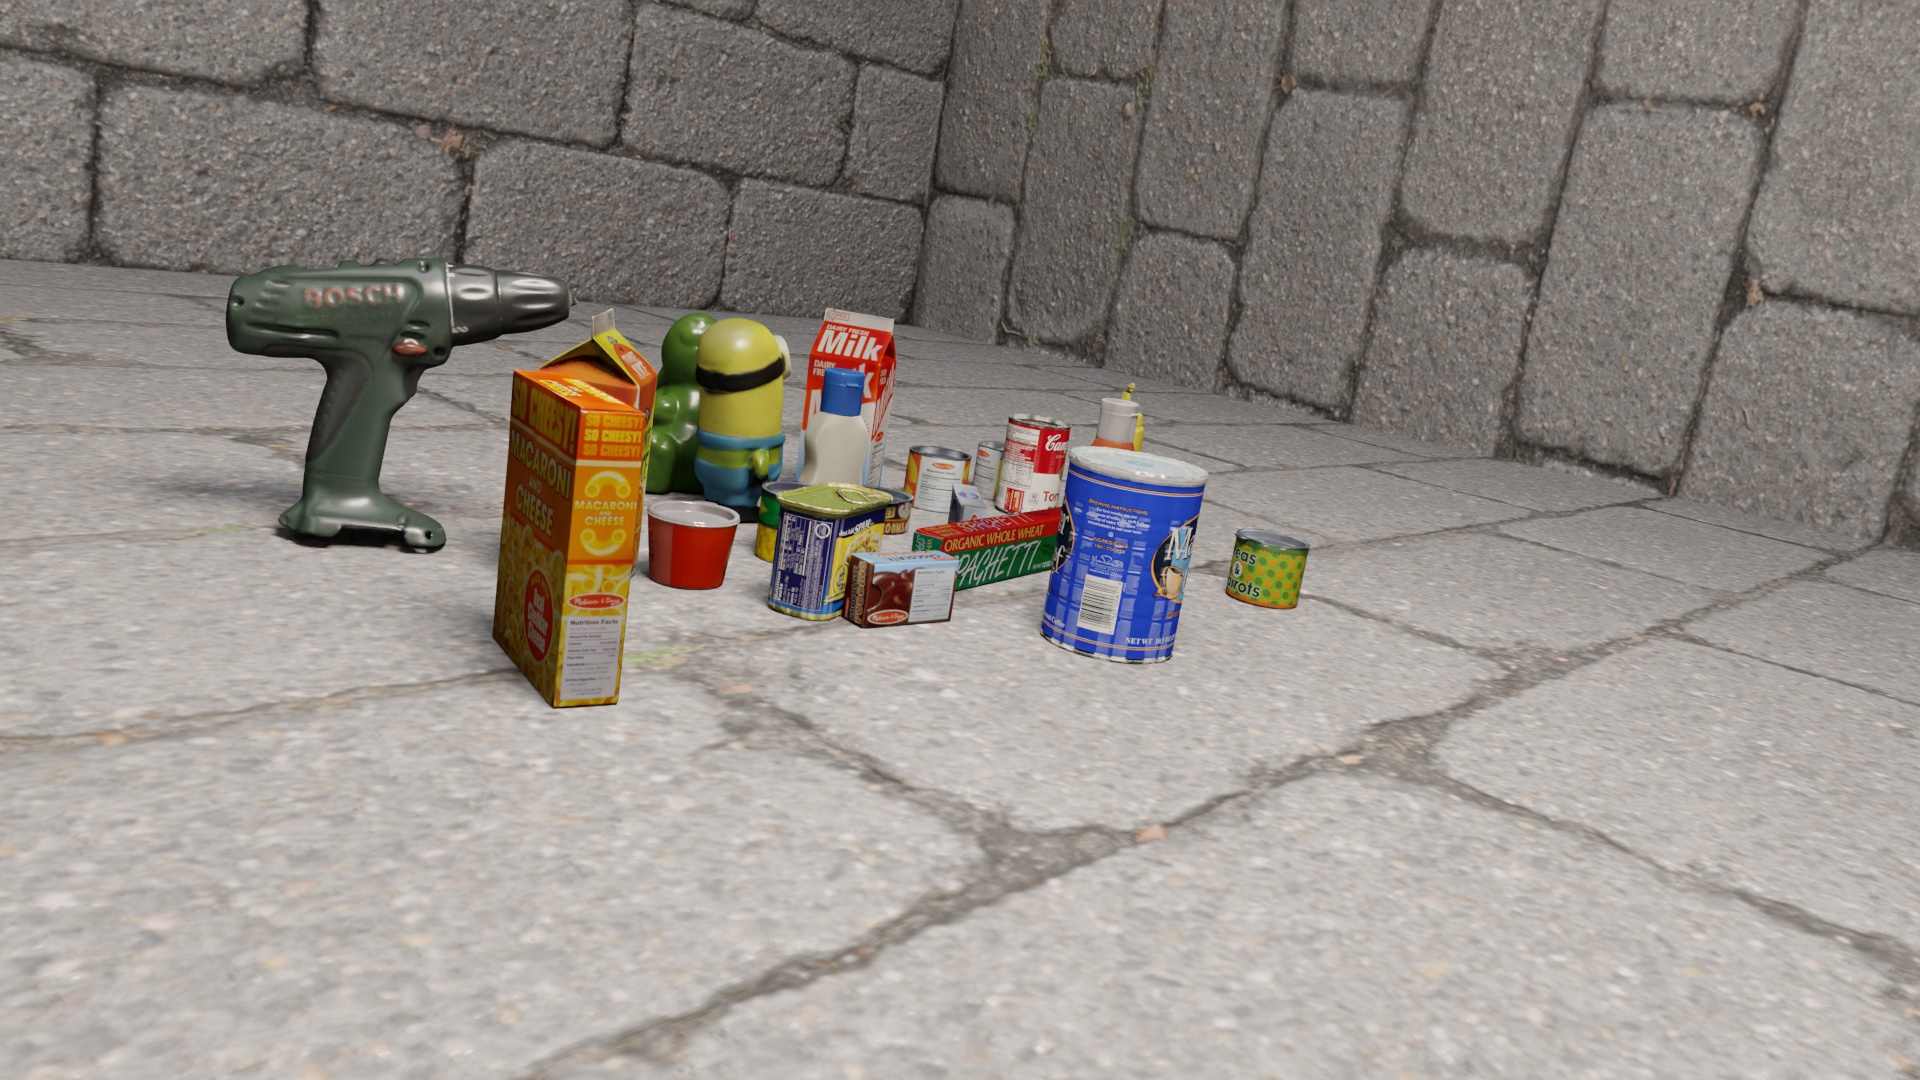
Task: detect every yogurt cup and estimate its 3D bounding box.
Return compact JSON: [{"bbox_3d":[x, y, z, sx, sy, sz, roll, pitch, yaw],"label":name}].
[{"bbox_3d":[-0.200,0.004,1.029,0.072,0.053,0.072,9,12,-2],"label":"yogurt cup"}]

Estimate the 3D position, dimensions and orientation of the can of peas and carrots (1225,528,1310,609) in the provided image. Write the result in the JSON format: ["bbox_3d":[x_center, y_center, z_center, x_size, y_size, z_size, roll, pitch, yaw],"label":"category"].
[{"bbox_3d":[0.275,0.025,1.254,0.071,0.058,0.071,9,12,-2],"label":"can of peas and carrots"}]

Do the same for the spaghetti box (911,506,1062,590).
[{"bbox_3d":[0.039,0.006,1.197,0.029,0.050,0.251,17,15,32],"label":"spaghetti box"}]

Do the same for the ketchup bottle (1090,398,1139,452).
[{"bbox_3d":[0.142,-0.061,1.336,0.043,0.148,0.065,18,15,38],"label":"ketchup bottle"}]

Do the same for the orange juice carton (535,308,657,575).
[{"bbox_3d":[-0.260,-0.065,0.975,0.073,0.192,0.072,8,12,-4],"label":"orange juice carton"}]

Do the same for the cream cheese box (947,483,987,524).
[{"bbox_3d":[0.004,-0.016,1.259,0.024,0.053,0.104,8,13,-7],"label":"cream cheese box"}]

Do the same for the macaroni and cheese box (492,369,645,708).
[{"bbox_3d":[-0.226,-0.005,0.793,0.040,0.166,0.124,1,15,-35],"label":"macaroni and cheese box"}]

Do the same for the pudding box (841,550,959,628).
[{"bbox_3d":[-0.043,0.034,1.013,0.084,0.049,0.030,-2,16,-41],"label":"pudding box"}]

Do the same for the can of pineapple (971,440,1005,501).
[{"bbox_3d":[0.050,-0.077,1.550,0.071,0.057,0.071,9,12,-2],"label":"can of pineapple"}]

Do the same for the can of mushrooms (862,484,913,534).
[{"bbox_3d":[-0.079,-0.029,1.305,0.071,0.033,0.071,9,12,-2],"label":"can of mushrooms"}]

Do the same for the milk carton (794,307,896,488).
[{"bbox_3d":[-0.111,-0.128,1.361,0.072,0.190,0.073,11,12,8],"label":"milk carton"}]

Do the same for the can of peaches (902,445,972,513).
[{"bbox_3d":[-0.025,-0.064,1.443,0.071,0.058,0.071,9,12,-2],"label":"can of peaches"}]

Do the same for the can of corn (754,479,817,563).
[{"bbox_3d":[-0.135,-0.014,1.145,0.071,0.058,0.071,9,12,-2],"label":"can of corn"}]

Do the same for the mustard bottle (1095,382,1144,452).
[{"bbox_3d":[0.159,-0.083,1.422,0.049,0.159,0.065,12,13,16],"label":"mustard bottle"}]

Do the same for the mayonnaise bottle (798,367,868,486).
[{"bbox_3d":[-0.112,-0.078,1.238,0.065,0.147,0.041,2,14,-30],"label":"mayonnaise bottle"}]
